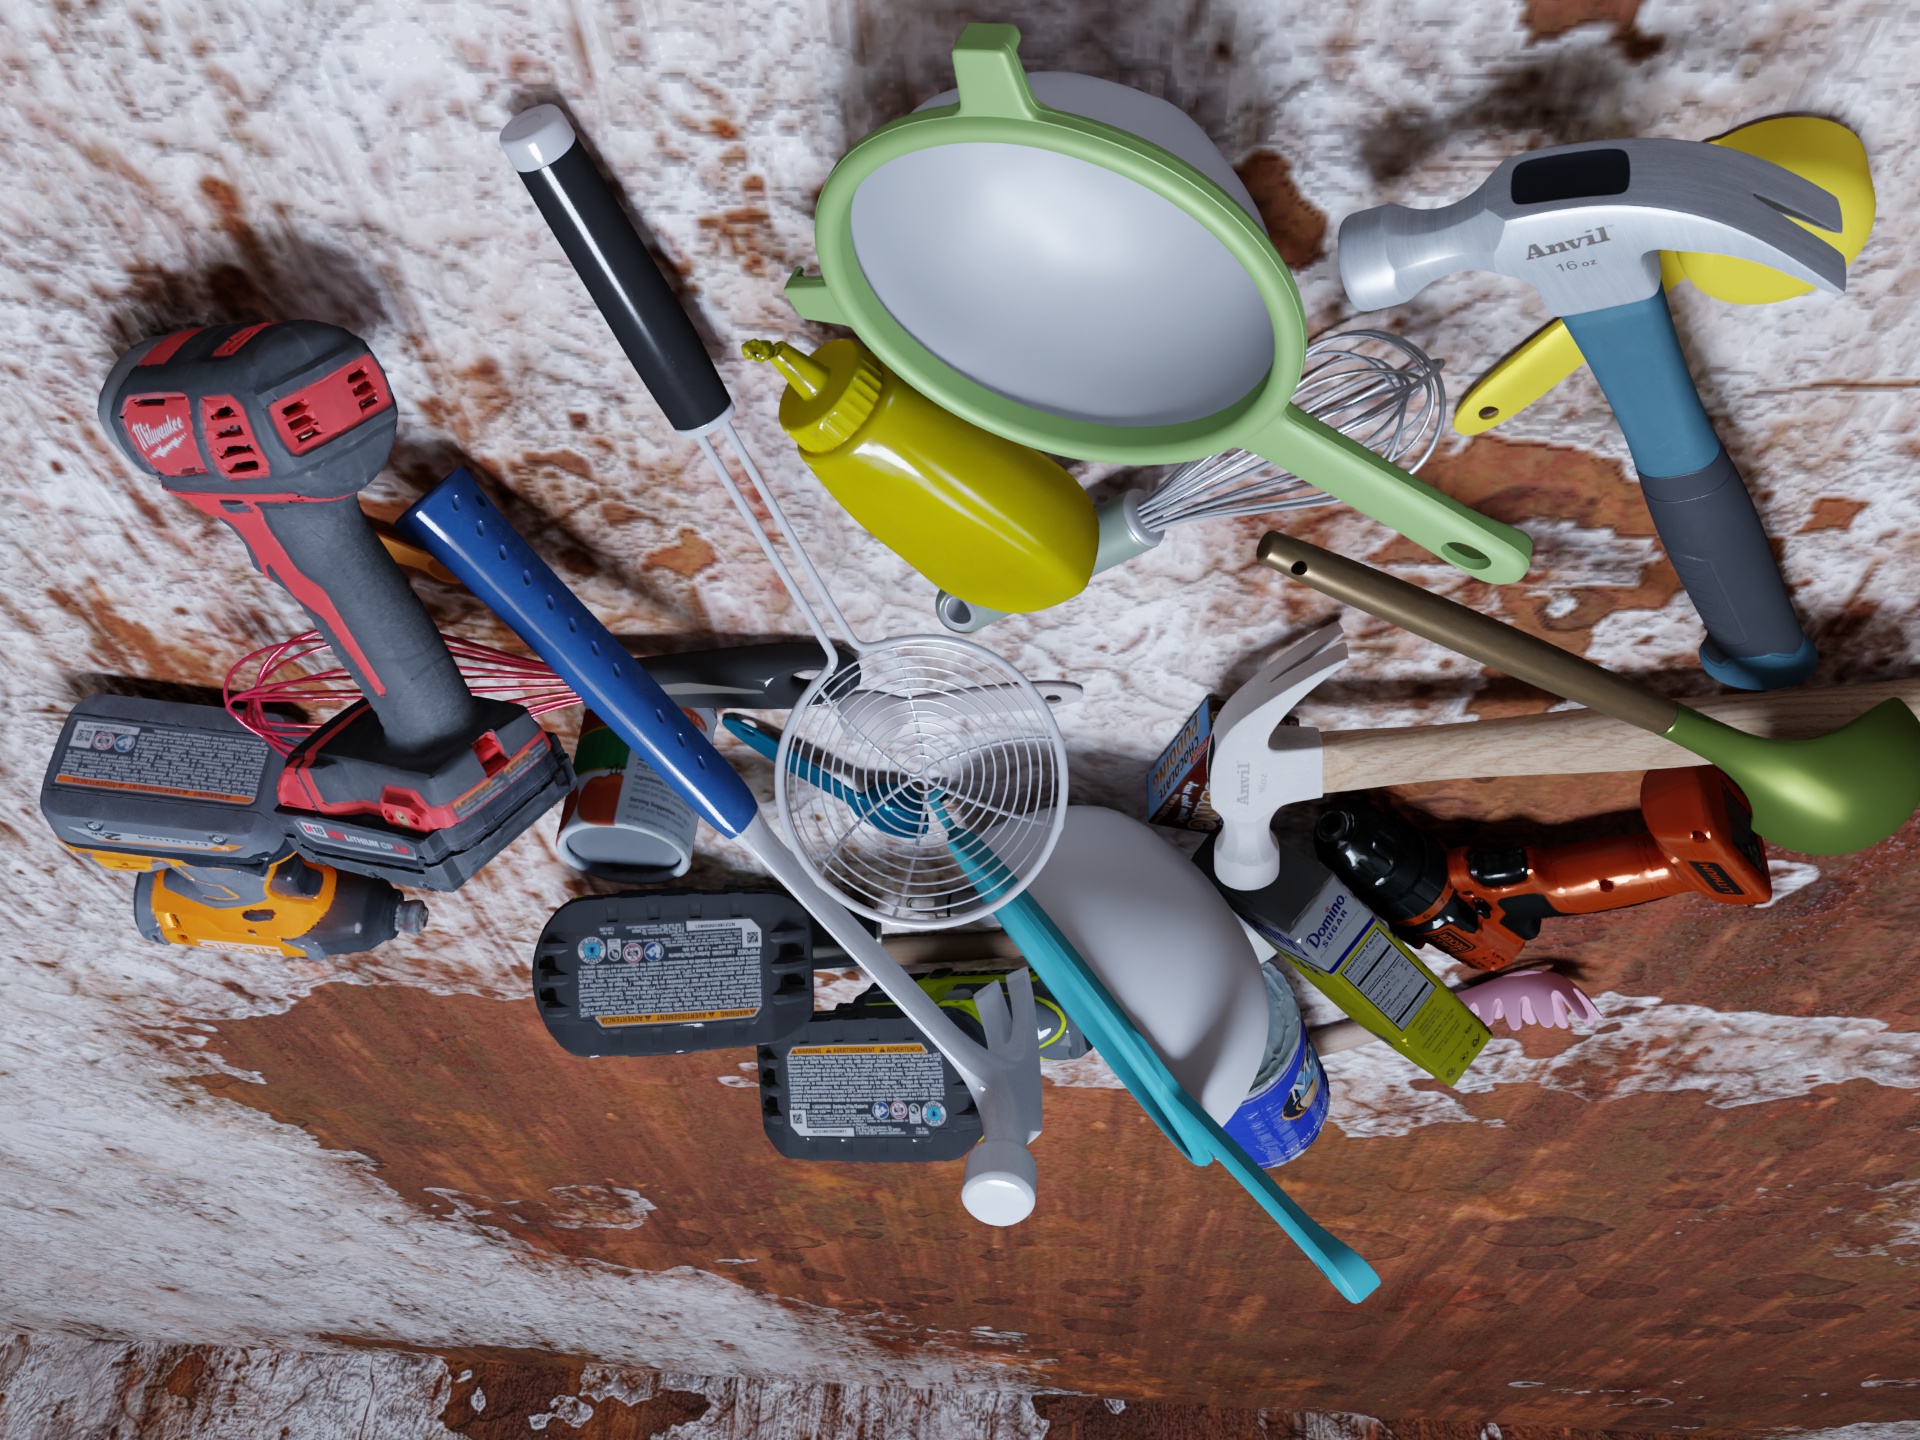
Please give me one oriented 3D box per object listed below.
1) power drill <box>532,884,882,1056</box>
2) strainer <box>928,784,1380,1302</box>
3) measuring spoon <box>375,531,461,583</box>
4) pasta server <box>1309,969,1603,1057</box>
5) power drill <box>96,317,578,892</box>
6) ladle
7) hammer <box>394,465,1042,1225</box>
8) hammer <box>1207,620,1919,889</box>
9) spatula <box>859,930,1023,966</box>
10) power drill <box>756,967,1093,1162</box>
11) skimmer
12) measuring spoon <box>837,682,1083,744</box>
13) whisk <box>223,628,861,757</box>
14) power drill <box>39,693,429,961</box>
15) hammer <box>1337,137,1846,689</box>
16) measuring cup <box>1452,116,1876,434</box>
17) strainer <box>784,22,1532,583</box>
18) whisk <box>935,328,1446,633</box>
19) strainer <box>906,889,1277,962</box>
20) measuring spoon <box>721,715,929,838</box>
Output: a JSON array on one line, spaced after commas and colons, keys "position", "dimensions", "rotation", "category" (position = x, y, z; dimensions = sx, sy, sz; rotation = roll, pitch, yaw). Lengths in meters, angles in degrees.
[{"position": [-0.135, 0.127, 0.878], "dimensions": [0.190, 0.080, 0.228], "rotation": [-2, 177, -6], "category": "power drill"}, {"position": [0.117, 0.139, 0.767], "dimensions": [0.095, 0.341, 0.210], "rotation": [-38, 122, -7], "category": "strainer"}, {"position": [-0.268, -0.085, 0.684], "dimensions": [0.116, 0.011, 0.021], "rotation": [20, 146, -17], "category": "measuring spoon"}, {"position": [0.277, 0.217, 1.073], "dimensions": [0.060, 0.040, 0.316], "rotation": [8, 154, -41], "category": "pasta server"}, {"position": [-0.249, -0.047, 0.617], "dimensions": [0.143, 0.078, 0.219], "rotation": [7, 127, 34], "category": "power drill"}, {"position": [0.255, -0.018, 0.634], "dimensions": [0.320, 0.062, 0.078], "rotation": [20, 125, -15], "category": "ladle"}, {"position": [-0.090, 0.050, 0.714], "dimensions": [0.035, 0.144, 0.405], "rotation": [-32, 112, 22], "category": "hammer"}, {"position": [0.278, 0.007, 0.716], "dimensions": [0.331, 0.031, 0.130], "rotation": [-5, 125, 5], "category": "hammer"}, {"position": [0.031, 0.141, 1.000], "dimensions": [0.316, 0.018, 0.059], "rotation": [-6, 140, 14], "category": "spatula"}, {"position": [-0.025, 0.191, 0.939], "dimensions": [0.171, 0.080, 0.223], "rotation": [-5, 180, 17], "category": "power drill"}, {"position": [-0.061, -0.055, 0.599], "dimensions": [0.127, 0.090, 0.362], "rotation": [-29, 135, 0], "category": "skimmer"}, {"position": [-0.001, -0.002, 0.773], "dimensions": [0.124, 0.018, 0.034], "rotation": [-6, 146, 15], "category": "measuring spoon"}, {"position": [-0.194, -0.016, 0.743], "dimensions": [0.296, 0.073, 0.073], "rotation": [-3, 148, -1], "category": "whisk"}, {"position": [-0.394, 0.073, 0.889], "dimensions": [0.164, 0.084, 0.226], "rotation": [7, 152, -6], "category": "power drill"}, {"position": [0.254, -0.088, 0.561], "dimensions": [0.128, 0.033, 0.330], "rotation": [-6, 154, 34], "category": "hammer"}, {"position": [0.224, -0.132, 0.526], "dimensions": [0.062, 0.029, 0.156], "rotation": [21, 143, -24], "category": "measuring cup"}, {"position": [0.082, -0.125, 0.495], "dimensions": [0.256, 0.069, 0.151], "rotation": [26, 159, -17], "category": "strainer"}, {"position": [0.078, -0.082, 0.616], "dimensions": [0.246, 0.059, 0.057], "rotation": [-23, 103, 42], "category": "whisk"}, {"position": [0.094, 0.116, 0.934], "dimensions": [0.258, 0.050, 0.086], "rotation": [1, 132, 11], "category": "strainer"}, {"position": [-0.068, 0.024, 0.831], "dimensions": [0.128, 0.021, 0.042], "rotation": [33, 153, -24], "category": "measuring spoon"}]
